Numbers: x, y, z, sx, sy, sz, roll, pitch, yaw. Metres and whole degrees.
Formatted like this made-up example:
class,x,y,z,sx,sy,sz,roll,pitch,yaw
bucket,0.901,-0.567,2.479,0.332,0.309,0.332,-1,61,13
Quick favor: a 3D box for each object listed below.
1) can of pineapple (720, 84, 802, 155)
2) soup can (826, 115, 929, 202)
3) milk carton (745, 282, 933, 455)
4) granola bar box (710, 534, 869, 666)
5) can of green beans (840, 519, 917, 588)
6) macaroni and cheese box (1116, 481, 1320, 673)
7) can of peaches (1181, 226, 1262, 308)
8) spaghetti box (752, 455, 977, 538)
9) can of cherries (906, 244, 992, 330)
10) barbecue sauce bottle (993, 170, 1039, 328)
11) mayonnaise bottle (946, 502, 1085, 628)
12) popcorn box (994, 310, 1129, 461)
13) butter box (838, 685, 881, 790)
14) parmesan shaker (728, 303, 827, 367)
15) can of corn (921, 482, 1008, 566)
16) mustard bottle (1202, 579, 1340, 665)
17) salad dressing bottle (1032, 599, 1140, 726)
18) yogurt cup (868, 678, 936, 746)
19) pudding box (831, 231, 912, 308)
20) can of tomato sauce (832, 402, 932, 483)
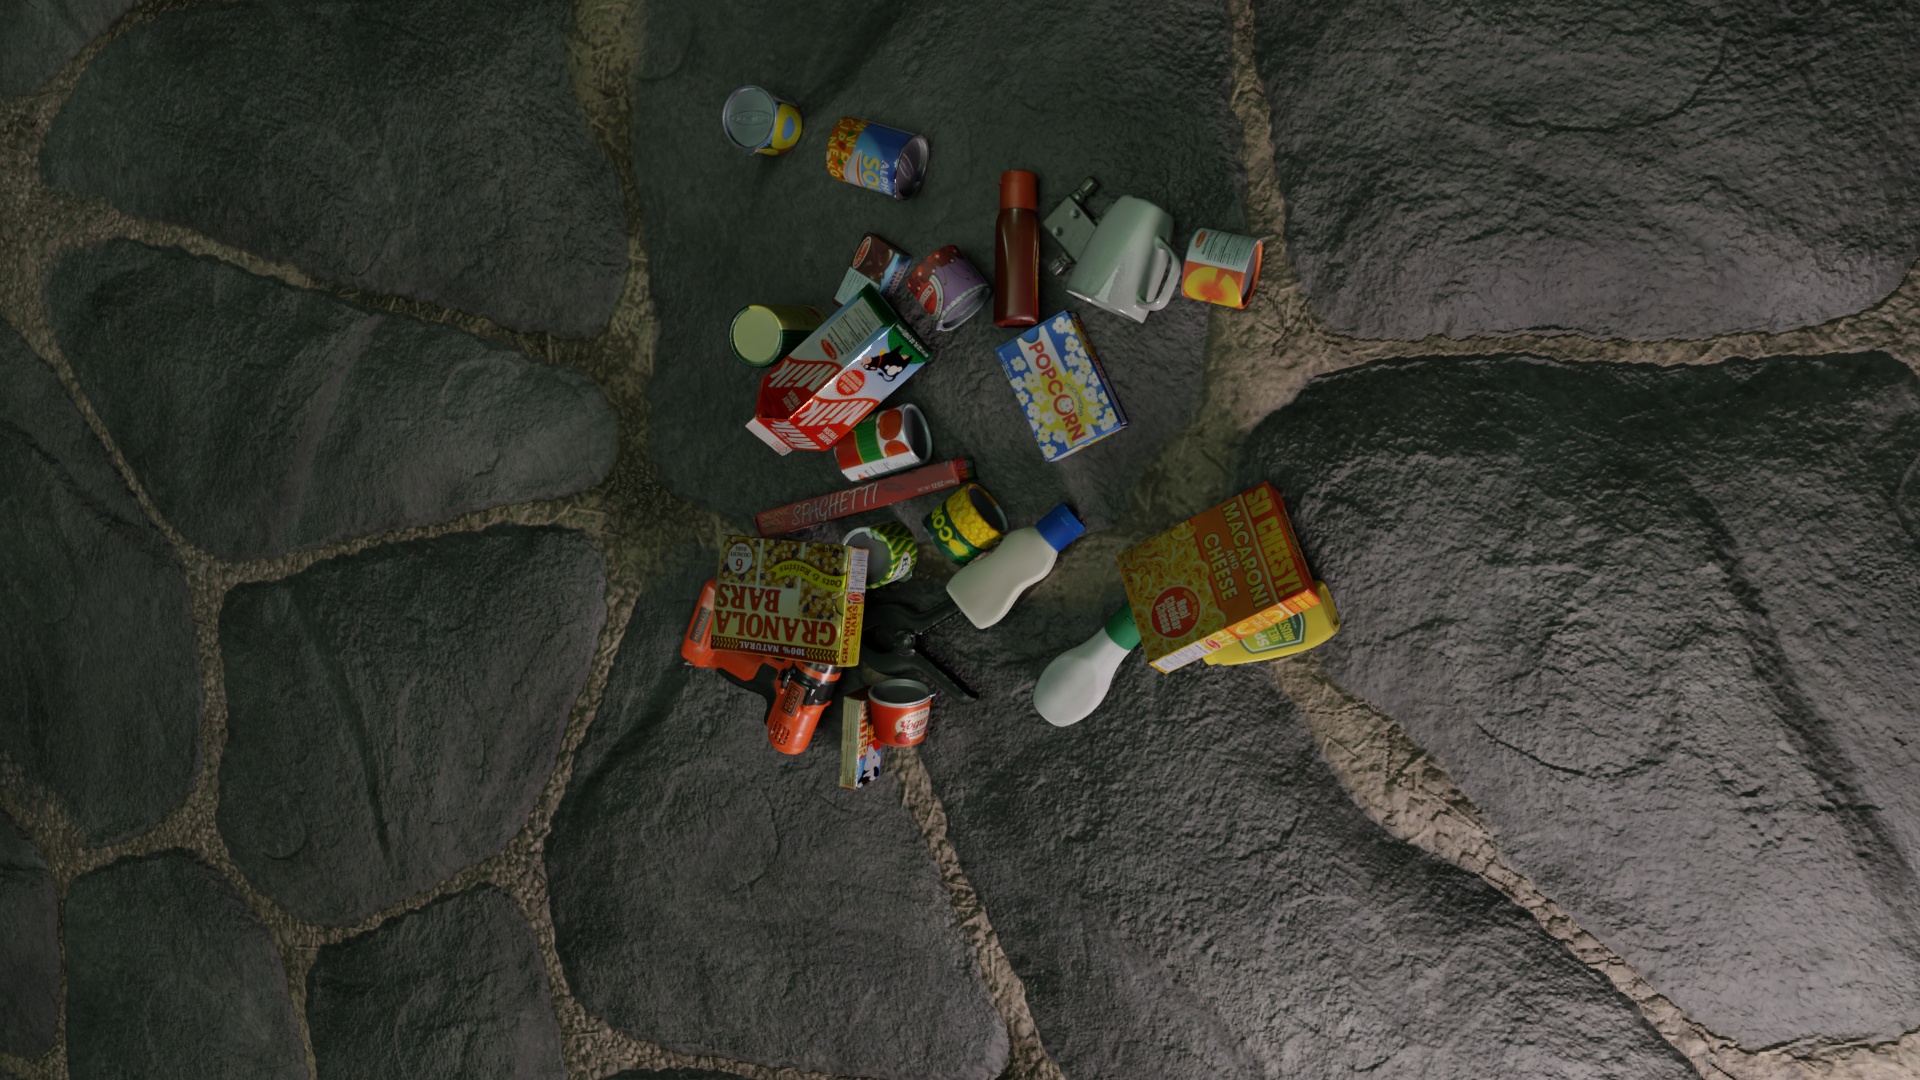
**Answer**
class,x,y,z,sx,sy,sz,roll,pitch,yaw
can of pineapple,-0.208,-0.438,1.455,0.071,0.058,0.071,4,99,23
soup can,-0.085,-0.385,1.404,0.084,0.071,0.071,21,105,20
milk carton,-0.130,-0.163,1.414,0.190,0.072,0.074,-41,52,6
granola bar box,-0.180,0.061,1.451,0.165,0.039,0.124,4,87,28
can of green beans,-0.087,0.014,1.467,0.071,0.058,0.071,4,99,23
macaroni and cheese box,0.241,0.035,1.313,0.166,0.040,0.124,-28,56,23
can of peaches,0.243,-0.251,1.288,0.058,0.071,0.071,16,103,20
spaghetti box,-0.103,-0.045,1.470,0.249,0.050,0.028,-14,91,24
can of cherries,-0.013,-0.252,1.391,0.071,0.072,0.058,-42,81,22
barbecue sauce bottle,0.056,-0.286,1.365,0.044,0.065,0.148,1,90,-6
mayonnaise bottle,0.059,0.022,1.399,0.148,0.041,0.065,-40,81,8
popcorn box,0.101,-0.152,1.375,0.085,0.038,0.126,-26,87,25
butter box,-0.107,0.213,1.506,0.024,0.053,0.103,8,100,25
parmesan shaker,-0.191,-0.215,1.454,0.071,0.103,0.071,3,99,23
can of corn,0.005,-0.018,1.417,0.058,0.071,0.071,-38,82,22
mustard bottle,0.278,0.087,1.327,0.160,0.049,0.065,-22,85,24
salad dressing bottle,0.135,0.123,1.397,0.064,0.044,0.147,46,110,13
yogurt cup,-0.064,0.184,1.479,0.072,0.073,0.053,9,109,22
pudding box,-0.092,-0.272,1.444,0.050,0.030,0.083,34,109,16
can of tomato sauce,-0.081,-0.103,1.443,0.083,0.071,0.071,-15,92,23
